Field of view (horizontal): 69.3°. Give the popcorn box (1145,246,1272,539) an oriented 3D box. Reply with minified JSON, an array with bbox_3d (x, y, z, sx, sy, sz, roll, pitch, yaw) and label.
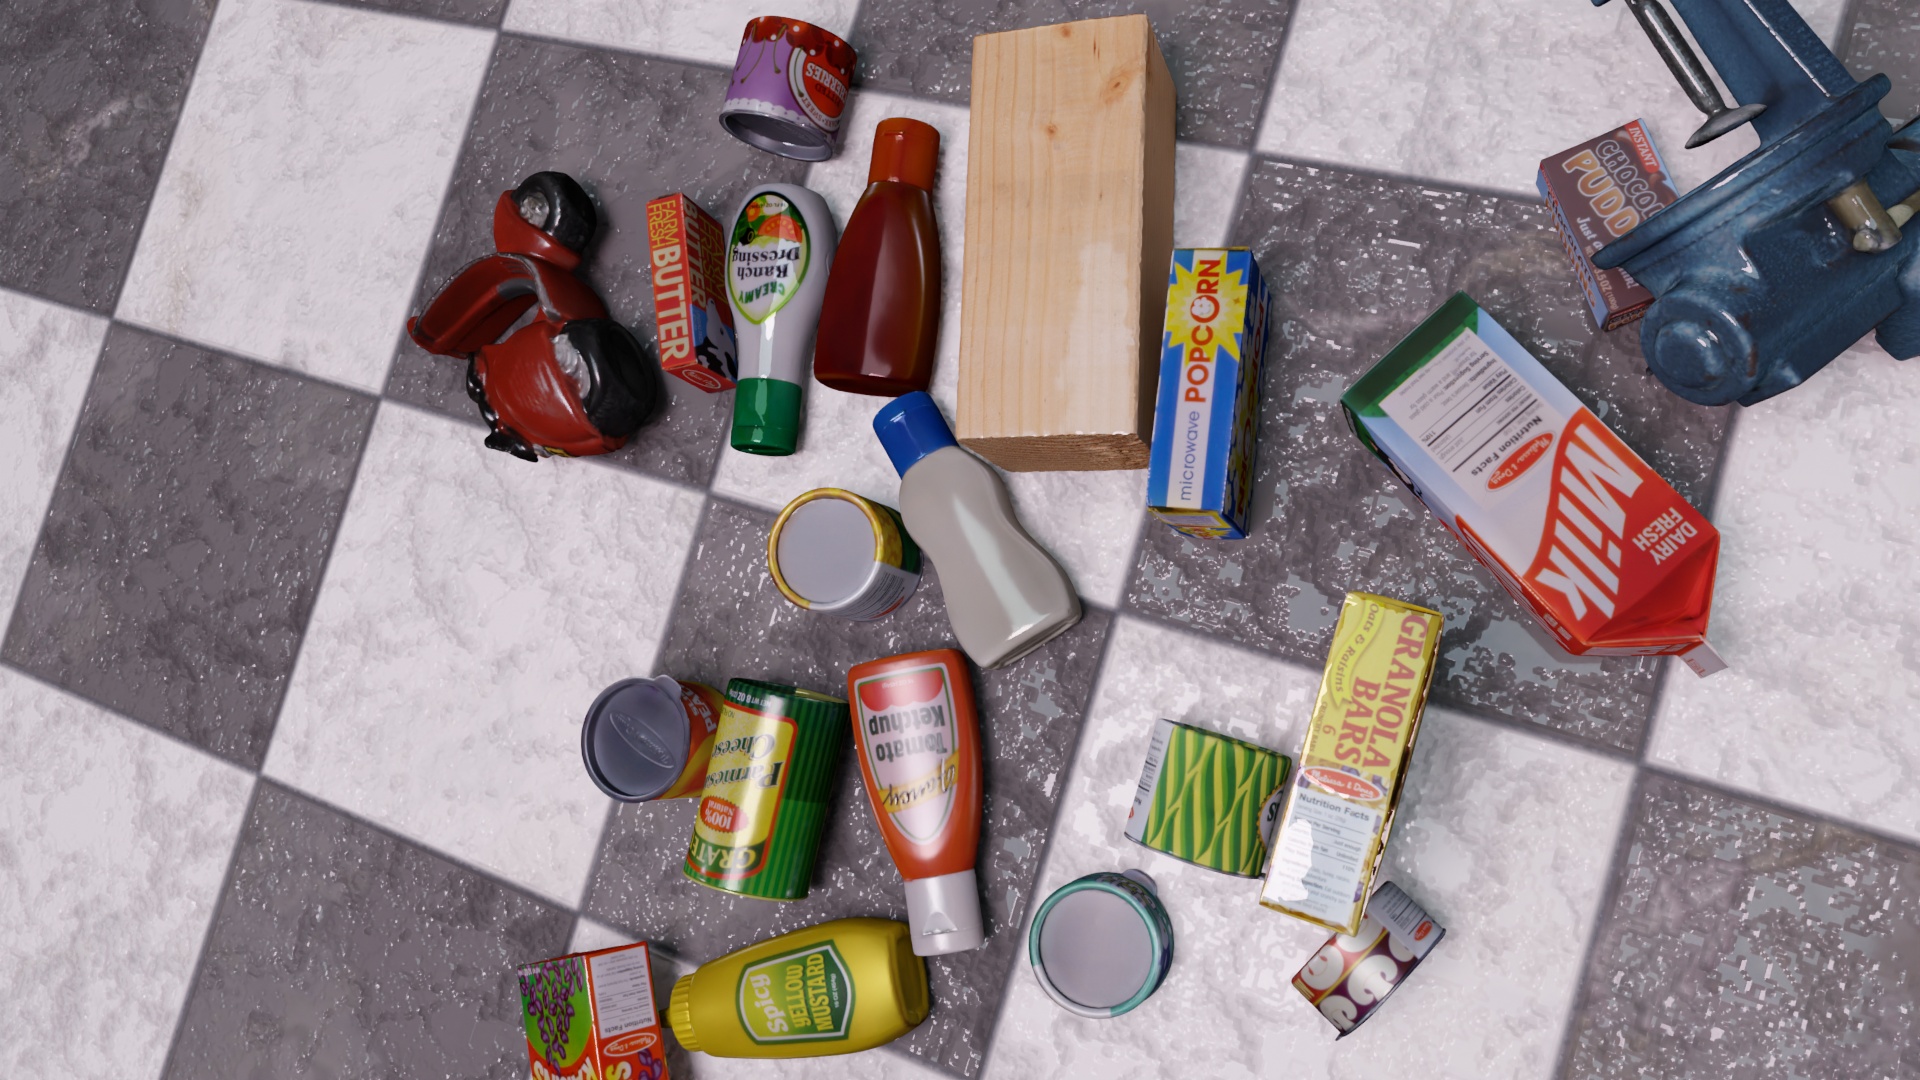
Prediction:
[{"bbox_3d":[0.121,-0.068,0.669,0.038,0.085,0.127,5,84,21],"label":"popcorn box"}]

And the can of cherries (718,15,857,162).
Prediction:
[{"bbox_3d":[-0.094,-0.253,0.781,0.071,0.071,0.058,13,85,20],"label":"can of cherries"}]

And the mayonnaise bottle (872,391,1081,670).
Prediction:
[{"bbox_3d":[0.003,-0.009,0.725,0.064,0.041,0.148,-33,72,11],"label":"mayonnaise bottle"}]

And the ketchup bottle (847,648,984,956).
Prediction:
[{"bbox_3d":[-0.017,0.132,0.708,0.065,0.043,0.149,-12,79,11],"label":"ketchup bottle"}]

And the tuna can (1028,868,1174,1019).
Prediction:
[{"bbox_3d":[0.069,0.194,0.674,0.071,0.033,0.071,-3,81,19],"label":"tuna can"}]

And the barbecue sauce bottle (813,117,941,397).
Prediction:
[{"bbox_3d":[-0.039,-0.155,0.760,0.065,0.043,0.148,6,83,19],"label":"barbecue sauce bottle"}]

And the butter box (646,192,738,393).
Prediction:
[{"bbox_3d":[-0.152,-0.140,0.791,0.024,0.053,0.103,-11,78,15],"label":"butter box"}]

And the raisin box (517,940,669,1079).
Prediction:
[{"bbox_3d":[-0.191,0.279,0.730,0.086,0.040,0.123,-24,72,44],"label":"raisin box"}]

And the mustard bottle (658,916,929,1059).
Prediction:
[{"bbox_3d":[-0.097,0.237,0.716,0.160,0.049,0.065,-16,74,16],"label":"mustard bottle"}]

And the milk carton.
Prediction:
[{"bbox_3d":[0.263,-0.014,0.619,0.073,0.072,0.191,-42,70,9],"label":"milk carton"}]

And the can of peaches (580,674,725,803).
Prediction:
[{"bbox_3d":[-0.160,0.106,0.753,0.071,0.058,0.071,-3,80,19],"label":"can of peaches"}]

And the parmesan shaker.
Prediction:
[{"bbox_3d":[-0.103,0.128,0.727,0.071,0.071,0.103,11,85,20],"label":"parmesan shaker"}]

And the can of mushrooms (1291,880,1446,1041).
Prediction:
[{"bbox_3d":[0.180,0.187,0.620,0.033,0.071,0.071,44,97,20],"label":"can of mushrooms"}]

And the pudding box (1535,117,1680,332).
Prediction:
[{"bbox_3d":[0.308,-0.146,0.646,0.049,0.030,0.084,-21,76,14],"label":"pudding box"}]

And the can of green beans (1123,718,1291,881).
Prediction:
[{"bbox_3d":[0.116,0.120,0.652,0.071,0.071,0.058,16,87,20],"label":"can of green beans"}]

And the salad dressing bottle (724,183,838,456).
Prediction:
[{"bbox_3d":[-0.103,-0.122,0.776,0.064,0.044,0.147,1,82,22],"label":"salad dressing bottle"}]

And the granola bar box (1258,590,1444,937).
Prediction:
[{"bbox_3d":[0.168,0.091,0.586,0.039,0.165,0.124,16,88,18],"label":"granola bar box"}]

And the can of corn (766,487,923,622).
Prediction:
[{"bbox_3d":[-0.062,0.006,0.735,0.071,0.058,0.071,-3,81,18],"label":"can of corn"}]
